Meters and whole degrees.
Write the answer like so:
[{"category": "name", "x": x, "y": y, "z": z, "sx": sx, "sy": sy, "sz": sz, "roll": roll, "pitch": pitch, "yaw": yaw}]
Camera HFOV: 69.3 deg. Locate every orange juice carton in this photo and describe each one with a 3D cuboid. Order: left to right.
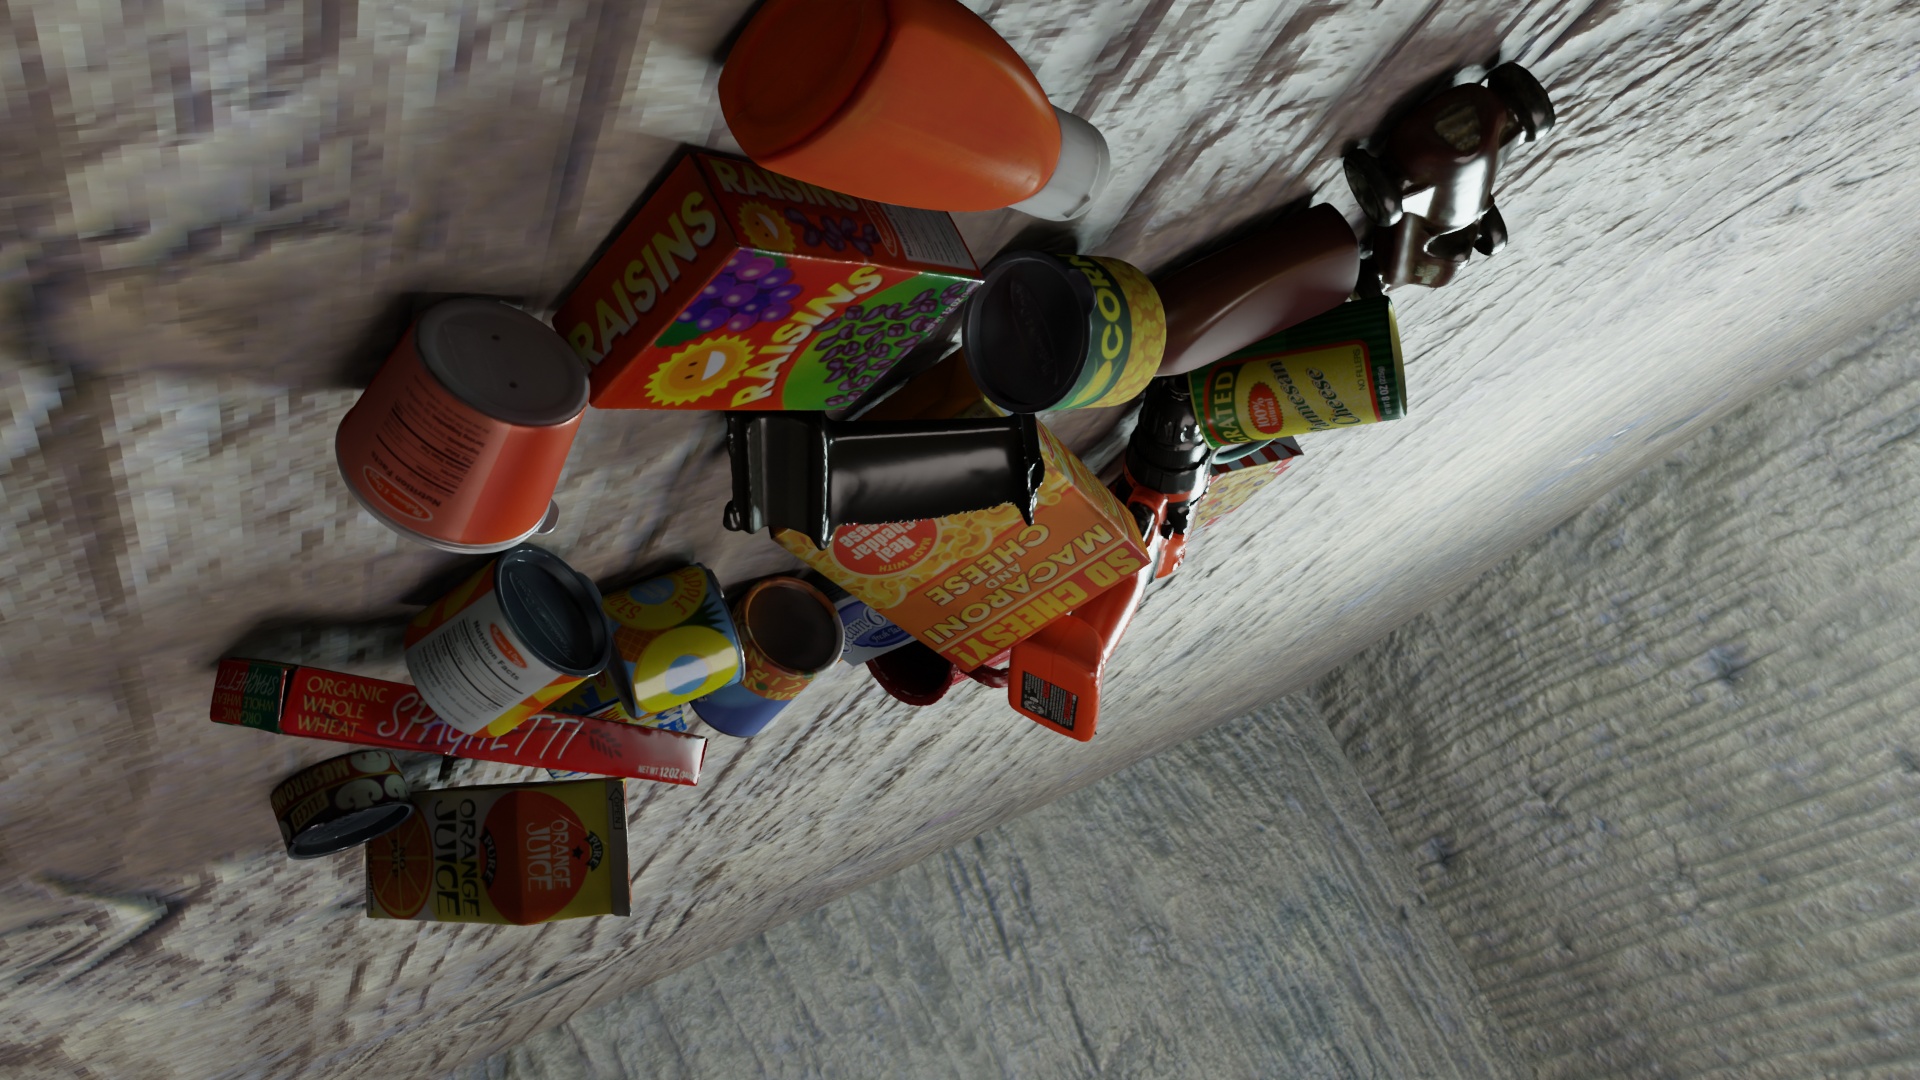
[{"category": "orange juice carton", "x": -0.247, "y": 0.172, "z": 0.772, "sx": 0.192, "sy": 0.072, "sz": 0.073, "roll": -10, "pitch": 171, "yaw": 37}]

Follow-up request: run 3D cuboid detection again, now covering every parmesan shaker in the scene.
[{"category": "parmesan shaker", "x": 0.177, "y": -0.090, "z": 0.731, "sx": 0.103, "sy": 0.071, "sz": 0.071, "roll": -8, "pitch": 172, "yaw": 22}]

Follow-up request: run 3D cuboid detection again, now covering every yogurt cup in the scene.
[{"category": "yogurt cup", "x": -0.151, "y": -0.038, "z": 0.431, "sx": 0.072, "sy": 0.072, "sz": 0.053, "roll": -8, "pitch": 147, "yaw": -49}]

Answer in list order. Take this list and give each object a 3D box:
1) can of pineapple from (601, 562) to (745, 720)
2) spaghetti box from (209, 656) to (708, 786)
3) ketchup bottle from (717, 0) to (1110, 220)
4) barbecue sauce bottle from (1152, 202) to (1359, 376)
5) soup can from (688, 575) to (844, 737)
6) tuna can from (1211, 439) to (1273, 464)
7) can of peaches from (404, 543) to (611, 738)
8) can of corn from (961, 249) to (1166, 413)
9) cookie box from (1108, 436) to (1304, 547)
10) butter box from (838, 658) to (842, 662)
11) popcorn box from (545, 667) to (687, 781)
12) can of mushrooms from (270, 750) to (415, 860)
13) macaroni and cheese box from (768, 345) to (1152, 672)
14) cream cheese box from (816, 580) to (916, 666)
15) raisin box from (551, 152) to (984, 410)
[{"category": "can of pineapple", "x": -0.149, "y": 0.049, "z": 0.702, "sx": 0.058, "sy": 0.071, "sz": 0.070, "roll": -20, "pitch": 162, "yaw": -23}, {"category": "spaghetti box", "x": -0.221, "y": 0.089, "z": 0.652, "sx": 0.050, "sy": 0.029, "sz": 0.250, "roll": 2, "pitch": 168, "yaw": 32}, {"category": "ketchup bottle", "x": -0.003, "y": -0.128, "z": 0.425, "sx": 0.064, "sy": 0.043, "sz": 0.149, "roll": -35, "pitch": 162, "yaw": 28}, {"category": "barbecue sauce bottle", "x": 0.118, "y": -0.111, "z": 0.673, "sx": 0.149, "sy": 0.044, "sz": 0.064, "roll": -25, "pitch": 159, "yaw": -8}, {"category": "soup can", "x": -0.117, "y": 0.067, "z": 0.809, "sx": 0.071, "sy": 0.071, "sz": 0.083, "roll": -12, "pitch": 157, "yaw": -42}, {"category": "tuna can", "x": 0.183, "y": -0.080, "z": 0.894, "sx": 0.071, "sy": 0.033, "sz": 0.071, "roll": -25, "pitch": 164, "yaw": -8}, {"category": "can of peaches", "x": -0.196, "y": 0.044, "z": 0.606, "sx": 0.058, "sy": 0.071, "sz": 0.071, "roll": -33, "pitch": 163, "yaw": 17}, {"category": "can of corn", "x": 0.046, "y": -0.088, "z": 0.582, "sx": 0.058, "sy": 0.071, "sz": 0.071, "roll": -10, "pitch": 156, "yaw": -49}, {"category": "cookie box", "x": 0.148, "y": -0.023, "z": 0.998, "sx": 0.123, "sy": 0.040, "sz": 0.166, "roll": -14, "pitch": 159, "yaw": -40}, {"category": "butter box", "x": -0.107, "y": 0.078, "z": 0.930, "sx": 0.103, "sy": 0.024, "sz": 0.053, "roll": -34, "pitch": 164, "yaw": 21}, {"category": "popcorn box", "x": -0.207, "y": 0.096, "z": 0.798, "sx": 0.085, "sy": 0.038, "sz": 0.126, "roll": -24, "pitch": 163, "yaw": -15}, {"category": "can of mushrooms", "x": -0.333, "y": 0.142, "z": 0.746, "sx": 0.071, "sy": 0.033, "sz": 0.071, "roll": -25, "pitch": 164, "yaw": -7}, {"category": "macaroni and cheese box", "x": 0.002, "y": -0.009, "z": 0.694, "sx": 0.123, "sy": 0.040, "sz": 0.166, "roll": -33, "pitch": 138, "yaw": 17}, {"category": "cream cheese box", "x": -0.049, "y": 0.039, "z": 0.820, "sx": 0.053, "sy": 0.024, "sz": 0.103, "roll": 39, "pitch": 139, "yaw": -24}, {"category": "raisin box", "x": -0.063, "y": -0.083, "z": 0.474, "sx": 0.085, "sy": 0.040, "sz": 0.124, "roll": -37, "pitch": 163, "yaw": 33}]
